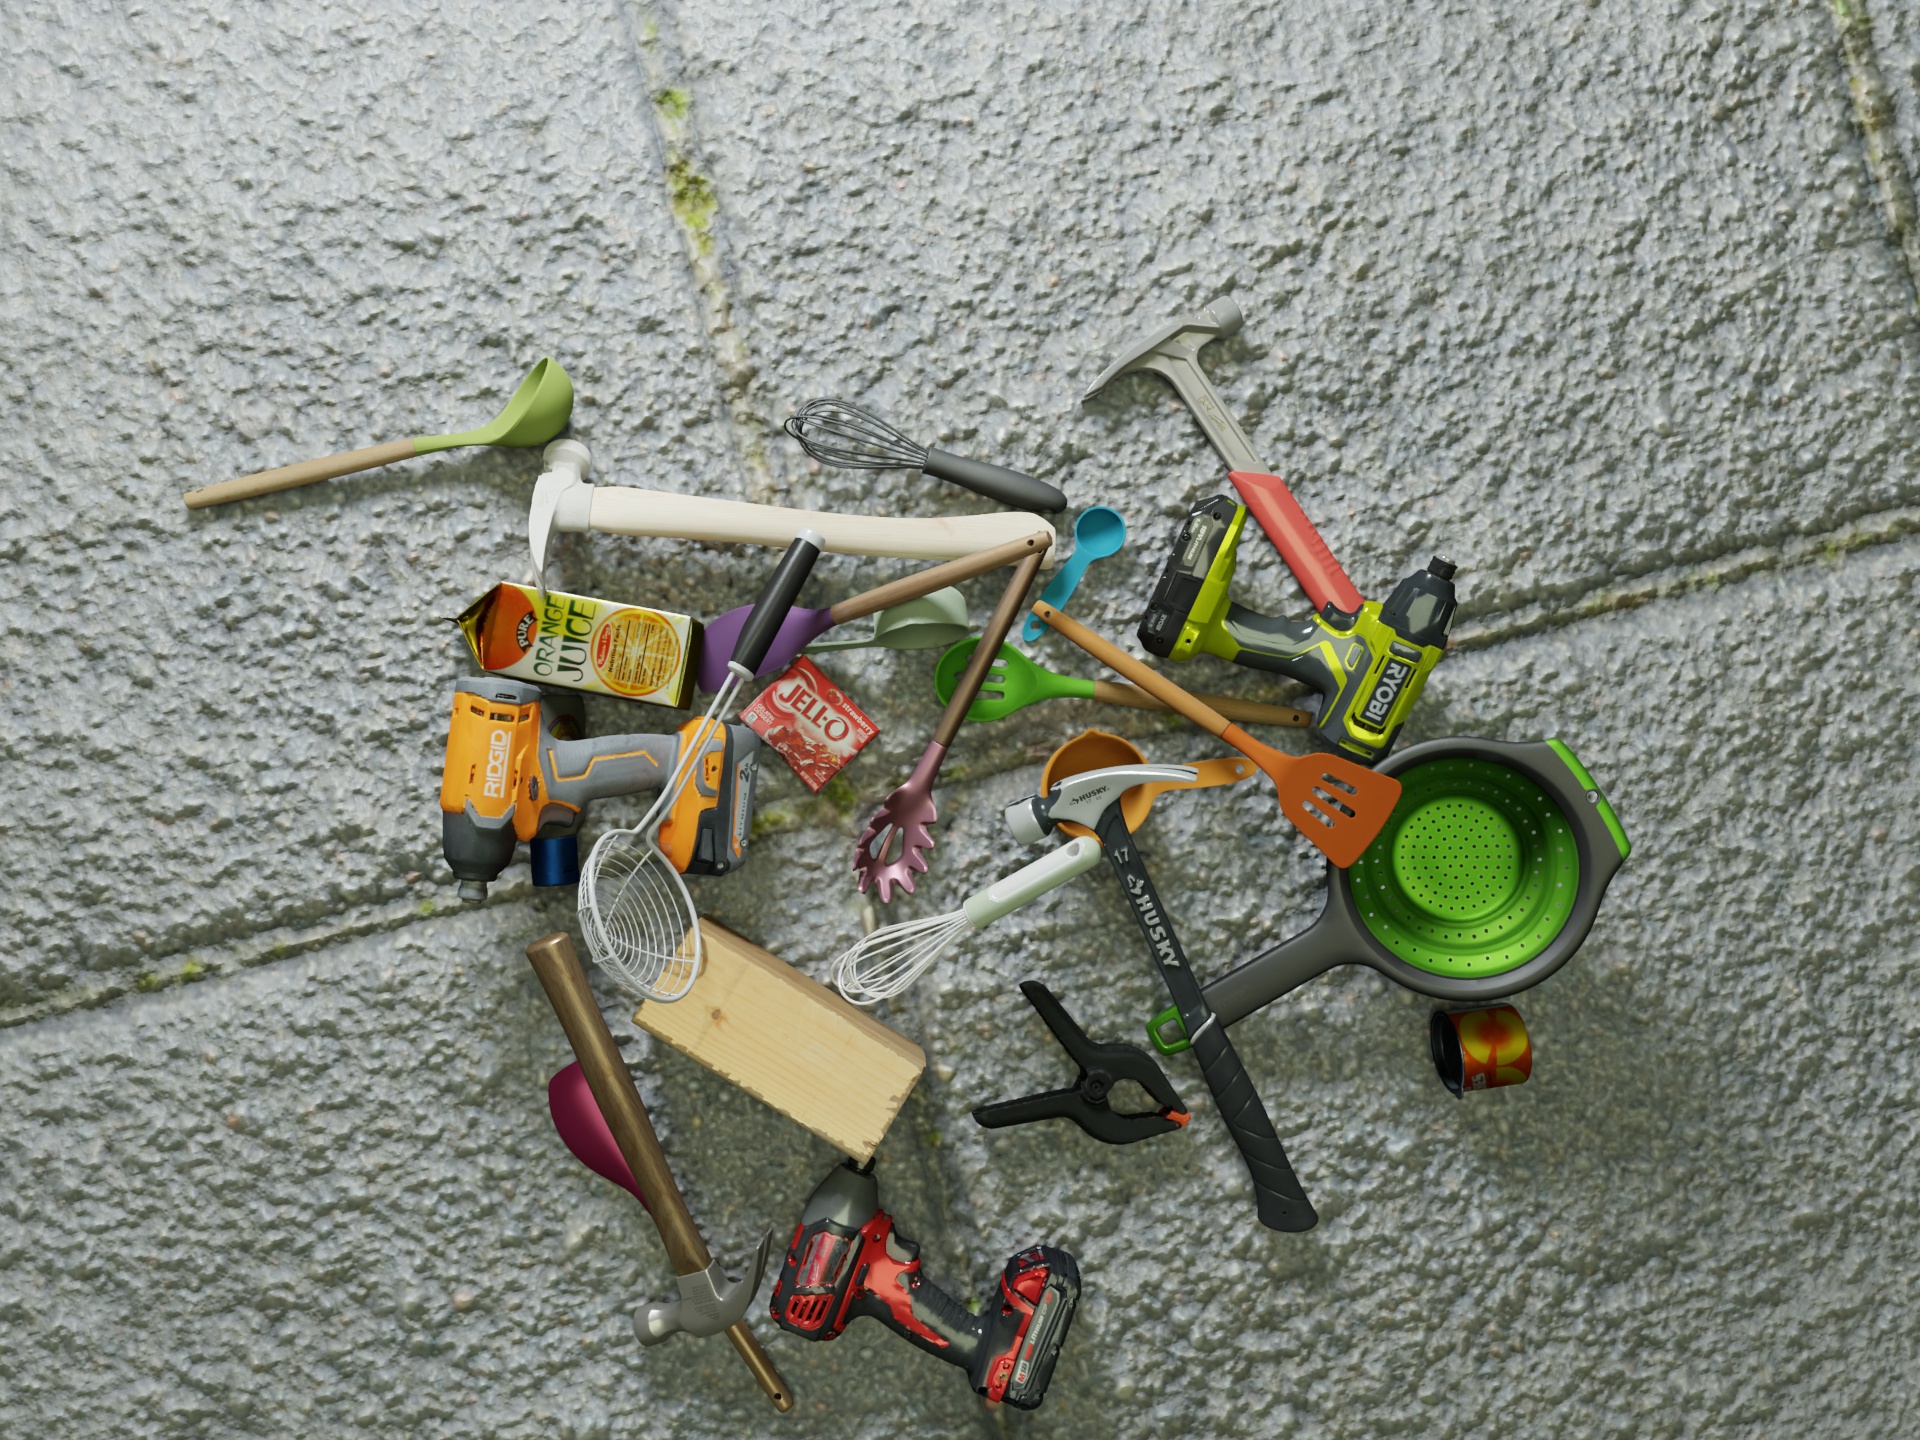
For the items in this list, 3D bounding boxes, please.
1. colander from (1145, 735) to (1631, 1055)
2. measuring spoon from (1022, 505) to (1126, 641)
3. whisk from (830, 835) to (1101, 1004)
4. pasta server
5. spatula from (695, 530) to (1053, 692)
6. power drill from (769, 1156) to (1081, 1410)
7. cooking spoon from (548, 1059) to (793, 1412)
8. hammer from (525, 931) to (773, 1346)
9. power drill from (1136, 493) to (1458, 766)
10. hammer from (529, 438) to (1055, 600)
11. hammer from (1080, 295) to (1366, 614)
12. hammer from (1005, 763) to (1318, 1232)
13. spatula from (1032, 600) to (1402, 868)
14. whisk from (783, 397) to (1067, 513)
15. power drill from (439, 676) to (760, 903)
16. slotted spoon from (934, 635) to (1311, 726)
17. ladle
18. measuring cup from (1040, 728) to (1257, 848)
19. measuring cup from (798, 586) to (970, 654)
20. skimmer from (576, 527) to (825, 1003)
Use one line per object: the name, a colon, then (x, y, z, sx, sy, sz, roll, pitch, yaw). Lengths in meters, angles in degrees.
colander: (0.327, 0.155, 1.276, 0.397, 0.094, 0.204, -32, 84, 13)
measuring spoon: (0.090, -0.118, 1.306, 0.042, 0.021, 0.128, 35, 94, 6)
whisk: (0.003, 0.152, 1.224, 0.246, 0.058, 0.059, -31, 131, 18)
pasta server: (-0.002, -0.004, 1.253, 0.060, 0.040, 0.316, 25, 97, -17)
spatula: (-0.075, -0.091, 1.230, 0.316, 0.018, 0.060, -17, 81, 20)
power drill: (-0.025, 0.432, 1.234, 0.219, 0.078, 0.143, 20, 85, 0)
cooking spoon: (-0.222, 0.405, 1.248, 0.069, 0.017, 0.319, -33, 89, -3)
hammer: (-0.244, 0.313, 1.201, 0.130, 0.031, 0.331, -20, 98, 16)
power drill: (0.268, -0.084, 1.255, 0.223, 0.080, 0.171, 24, 106, 4)
hammer: (-0.128, -0.144, 1.254, 0.410, 0.038, 0.146, 4, 51, -7)
hammer: (0.254, -0.165, 1.307, 0.149, 0.036, 0.359, -33, 89, -5)
hammer: (0.185, 0.220, 1.240, 0.149, 0.036, 0.409, -23, 99, 16)
spatula: (0.190, -0.004, 1.253, 0.323, 0.041, 0.081, 35, 98, 17)
whisk: (-0.027, -0.209, 1.289, 0.239, 0.055, 0.055, 17, 86, -7)
power drill: (-0.275, 0.062, 1.196, 0.226, 0.084, 0.164, 9, 85, -28)
slotted spoon: (0.133, -0.019, 1.295, 0.313, 0.031, 0.070, 7, 96, -6)
ladle: (-0.460, -0.220, 1.254, 0.320, 0.078, 0.062, -14, 127, 0)
measuring cup: (0.149, 0.049, 1.280, 0.173, 0.052, 0.095, -8, 87, -6)
measuring cup: (-0.076, -0.079, 1.271, 0.167, 0.083, 0.038, -7, 78, 11)
skimmer: (-0.167, 0.024, 1.153, 0.090, 0.127, 0.363, 17, 73, 36)
